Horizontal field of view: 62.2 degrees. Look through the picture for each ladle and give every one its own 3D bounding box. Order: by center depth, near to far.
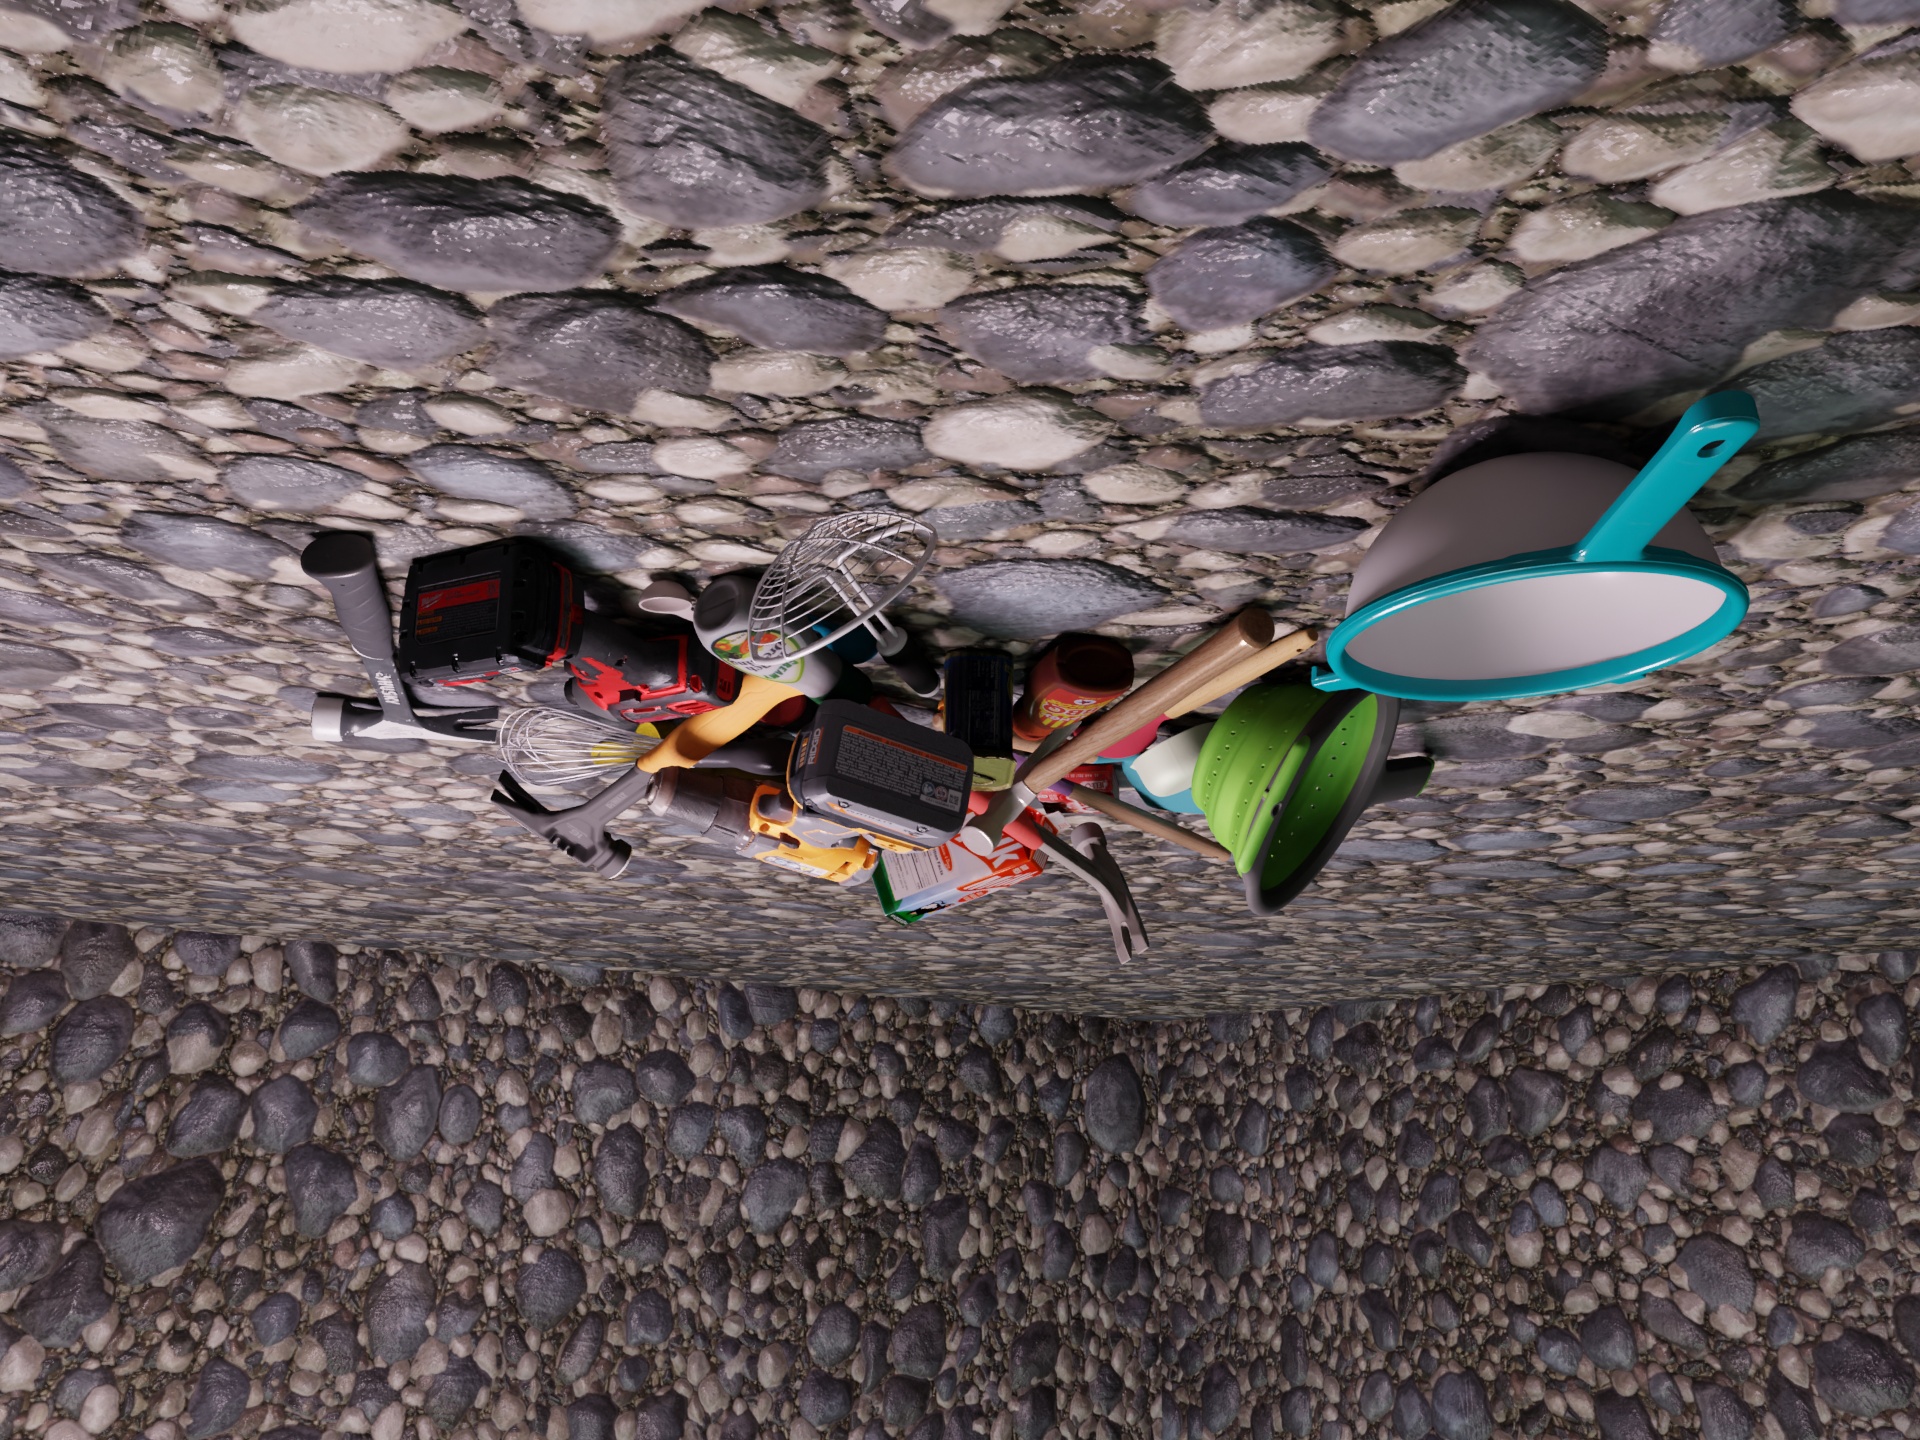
[{"bbox_3d":[0.177,-0.017,1.229,0.069,0.031,0.315,10,160,-23],"label":"ladle"}]

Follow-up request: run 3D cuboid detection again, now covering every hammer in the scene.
[{"bbox_3d":[-0.419,-0.047,1.155,0.149,0.036,0.409,4,164,-13],"label":"hammer"},{"bbox_3d":[0.119,0.000,1.181,0.031,0.130,0.331,46,141,-4],"label":"hammer"},{"bbox_3d":[-0.225,0.020,1.225,0.127,0.034,0.337,38,130,-26],"label":"hammer"},{"bbox_3d":[0.036,0.083,1.355,0.036,0.149,0.358,-37,133,19],"label":"hammer"},{"bbox_3d":[-0.086,0.036,1.409,0.143,0.038,0.386,-3,164,10],"label":"hammer"}]

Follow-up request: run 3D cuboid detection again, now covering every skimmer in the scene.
[{"bbox_3d":[-0.044,-0.045,1.026,0.127,0.090,0.363,-35,163,1],"label":"skimmer"}]

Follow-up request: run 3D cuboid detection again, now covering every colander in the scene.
[{"bbox_3d":[0.285,0.036,1.277,0.095,0.204,0.397,31,-163,28],"label":"colander"}]

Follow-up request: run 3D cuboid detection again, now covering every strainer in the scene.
[{"bbox_3d":[0.300,-0.104,0.792,0.211,0.095,0.340,-1,162,-1],"label":"strainer"}]

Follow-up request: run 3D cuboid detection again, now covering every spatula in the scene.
[{"bbox_3d":[0.096,0.037,1.373,0.317,0.044,0.082,13,173,-41],"label":"spatula"},{"bbox_3d":[0.120,0.072,1.457,0.315,0.018,0.060,23,155,-22],"label":"spatula"}]

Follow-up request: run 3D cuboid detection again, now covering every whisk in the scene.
[{"bbox_3d":[-0.253,0.027,1.298,0.284,0.070,0.070,2,165,18],"label":"whisk"}]

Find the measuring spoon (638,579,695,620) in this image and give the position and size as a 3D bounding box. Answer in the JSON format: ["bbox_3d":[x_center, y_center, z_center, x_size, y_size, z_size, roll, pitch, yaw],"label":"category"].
[{"bbox_3d":[-0.173,-0.076,1.077,0.034,0.018,0.124,-8,168,25],"label":"measuring spoon"}]

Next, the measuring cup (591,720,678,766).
[{"bbox_3d":[-0.284,0.029,1.401,0.029,0.062,0.156,-5,-178,-35],"label":"measuring cup"}]

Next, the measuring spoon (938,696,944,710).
[{"bbox_3d":[-0.002,-0.004,1.319,0.021,0.011,0.116,-6,167,7],"label":"measuring spoon"}]

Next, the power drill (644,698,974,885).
[{"bbox_3d":[-0.114,0.054,1.149,0.185,0.084,0.226,19,156,-22],"label":"power drill"}]

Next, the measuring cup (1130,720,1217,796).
[{"bbox_3d":[0.200,0.042,1.372,0.083,0.038,0.167,-29,164,12],"label":"measuring cup"}]

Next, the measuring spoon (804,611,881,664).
[{"bbox_3d":[-0.107,-0.060,1.101,0.042,0.021,0.128,-14,158,42],"label":"measuring spoon"}]

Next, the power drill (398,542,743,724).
[{"bbox_3d":[-0.264,-0.046,1.079,0.143,0.079,0.219,-7,165,28],"label":"power drill"}]
